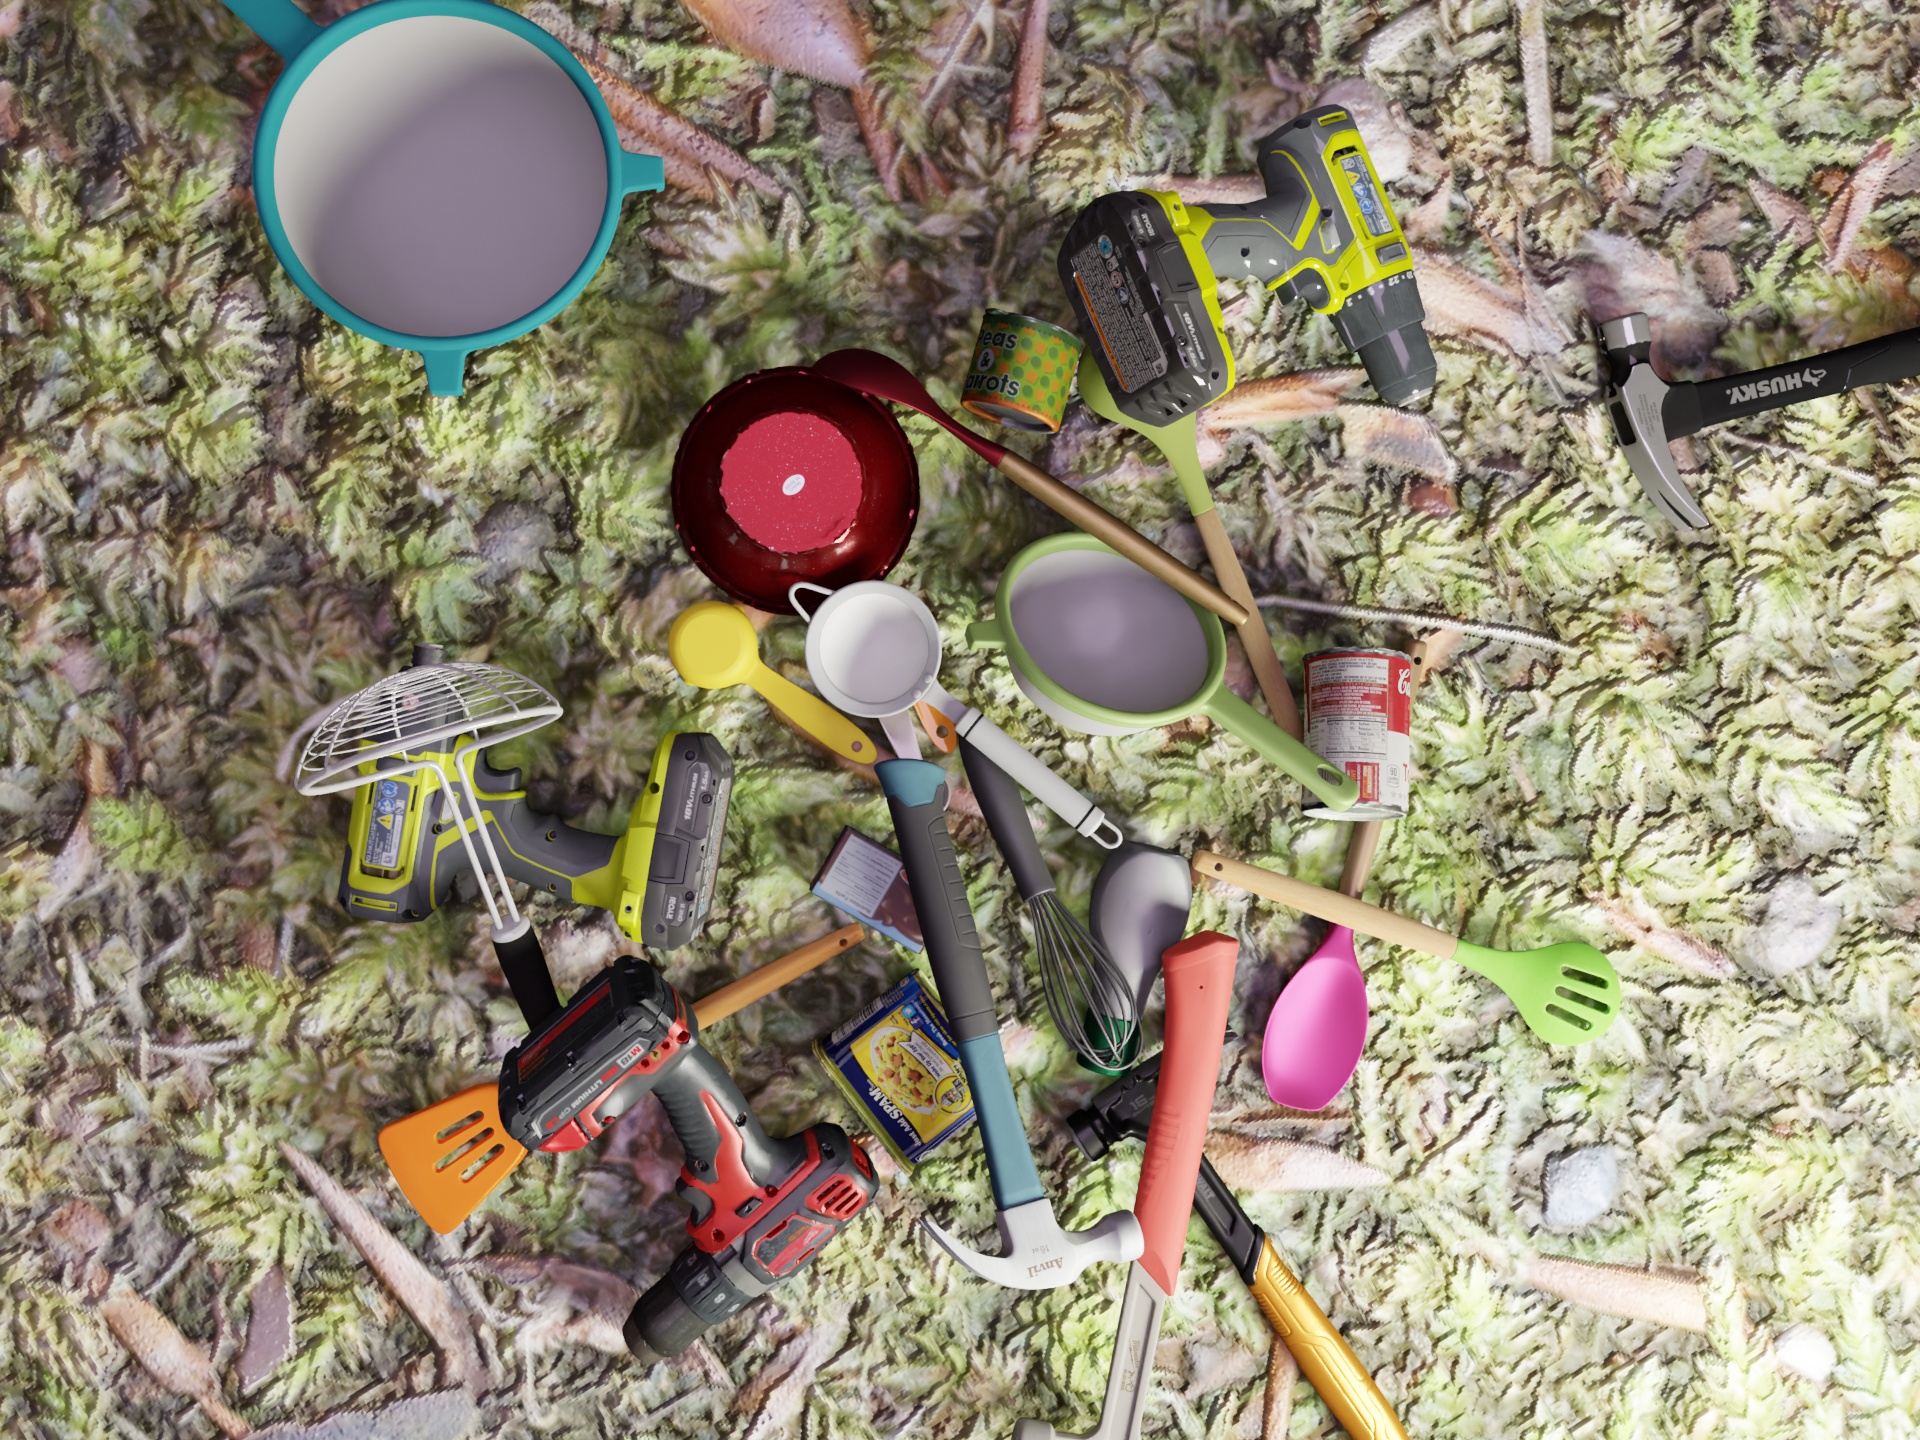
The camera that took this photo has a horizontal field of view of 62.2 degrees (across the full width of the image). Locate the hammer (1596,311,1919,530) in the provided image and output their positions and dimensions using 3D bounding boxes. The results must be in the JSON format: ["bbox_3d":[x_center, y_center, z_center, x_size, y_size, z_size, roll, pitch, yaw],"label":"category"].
[{"bbox_3d":[0.597,-0.230,1.056,0.334,0.035,0.146,-14,91,-3],"label":"hammer"}]

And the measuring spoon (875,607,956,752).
[{"bbox_3d":[-0.028,-0.033,1.033,0.021,0.011,0.117,-21,96,12],"label":"measuring spoon"}]

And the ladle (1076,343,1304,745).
[{"bbox_3d":[0.163,-0.111,1.033,0.078,0.062,0.320,-26,99,-10],"label":"ladle"}]

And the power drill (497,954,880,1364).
[{"bbox_3d":[-0.182,0.277,0.974,0.188,0.080,0.226,-41,112,-2],"label":"power drill"}]

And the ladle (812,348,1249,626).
[{"bbox_3d":[0.047,-0.149,0.997,0.315,0.069,0.031,33,109,0],"label":"ladle"}]

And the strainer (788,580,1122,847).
[{"bbox_3d":[-0.002,-0.003,0.999,0.258,0.050,0.087,39,101,3],"label":"strainer"}]

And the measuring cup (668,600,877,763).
[{"bbox_3d":[-0.118,-0.020,1.015,0.156,0.029,0.062,35,89,-2],"label":"measuring cup"}]

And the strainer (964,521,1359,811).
[{"bbox_3d":[0.128,-0.012,0.995,0.256,0.069,0.151,36,51,7],"label":"strainer"}]

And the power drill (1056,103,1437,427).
[{"bbox_3d":[0.189,-0.263,0.979,0.228,0.080,0.190,-24,92,-28],"label":"power drill"}]

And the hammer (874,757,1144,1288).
[{"bbox_3d":[0.008,0.180,0.975,0.128,0.033,0.331,-12,79,-17],"label":"hammer"}]

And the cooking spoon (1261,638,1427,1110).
[{"bbox_3d":[0.261,0.101,1.048,0.068,0.017,0.319,15,90,-8],"label":"cooking spoon"}]

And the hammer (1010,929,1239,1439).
[{"bbox_3d":[0.136,0.312,1.001,0.149,0.037,0.359,11,92,-3],"label":"hammer"}]

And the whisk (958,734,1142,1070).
[{"bbox_3d":[0.052,0.108,1.001,0.055,0.055,0.239,-23,75,-3],"label":"whisk"}]

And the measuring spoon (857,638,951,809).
[{"bbox_3d":[-0.040,0.006,1.032,0.034,0.018,0.124,-21,85,-6],"label":"measuring spoon"}]

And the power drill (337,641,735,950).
[{"bbox_3d":[-0.261,0.051,0.987,0.223,0.080,0.171,10,91,-1],"label":"power drill"}]

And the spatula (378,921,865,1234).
[{"bbox_3d":[-0.204,0.211,1.009,0.322,0.041,0.081,-28,101,-4],"label":"spatula"}]

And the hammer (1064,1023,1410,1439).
[{"bbox_3d":[0.211,0.364,1.041,0.127,0.034,0.337,-34,93,-1],"label":"hammer"}]

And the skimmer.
[{"bbox_3d":[-0.254,0.099,0.866,0.127,0.363,0.090,-19,50,-15],"label":"skimmer"}]

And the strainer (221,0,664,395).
[{"bbox_3d":[-0.354,-0.362,0.966,0.340,0.095,0.211,43,86,-1],"label":"strainer"}]

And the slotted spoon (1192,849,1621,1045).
[{"bbox_3d":[0.295,0.142,1.033,0.313,0.031,0.070,20,90,-8],"label":"slotted spoon"}]
